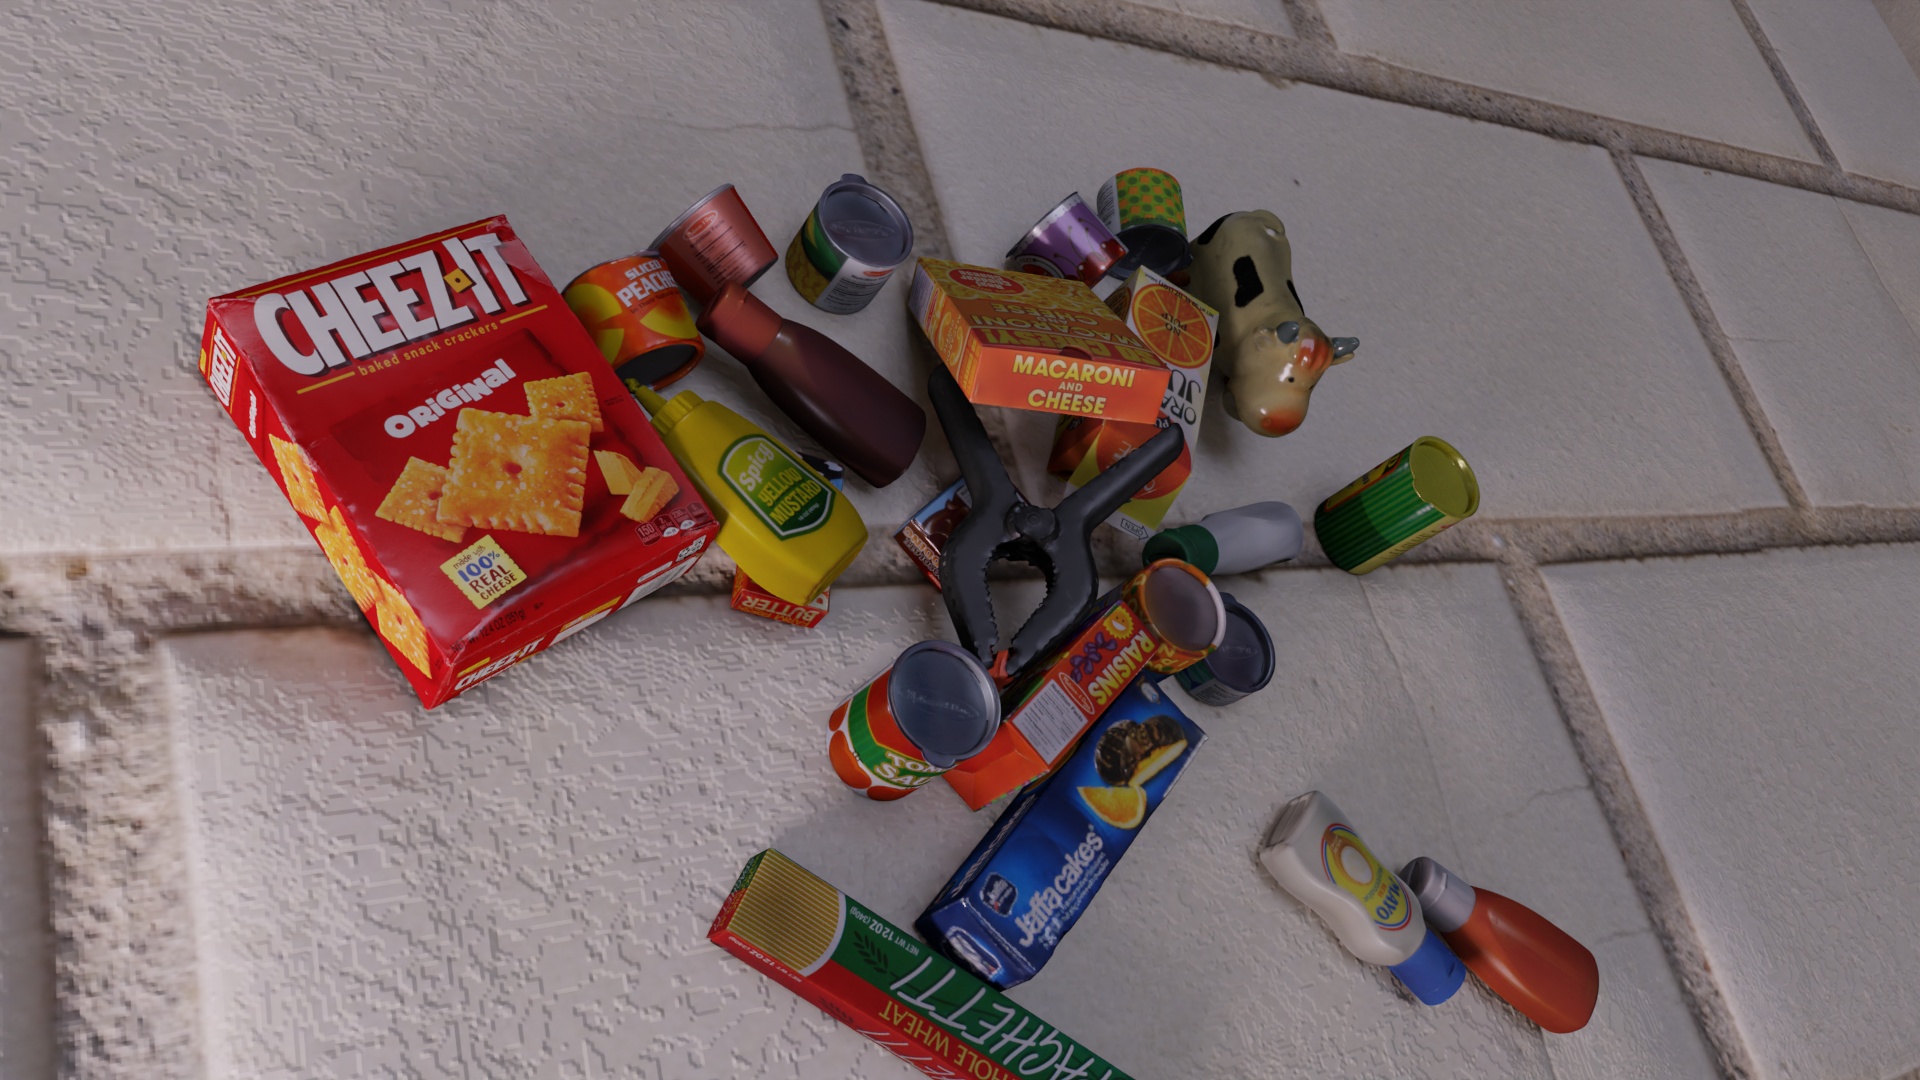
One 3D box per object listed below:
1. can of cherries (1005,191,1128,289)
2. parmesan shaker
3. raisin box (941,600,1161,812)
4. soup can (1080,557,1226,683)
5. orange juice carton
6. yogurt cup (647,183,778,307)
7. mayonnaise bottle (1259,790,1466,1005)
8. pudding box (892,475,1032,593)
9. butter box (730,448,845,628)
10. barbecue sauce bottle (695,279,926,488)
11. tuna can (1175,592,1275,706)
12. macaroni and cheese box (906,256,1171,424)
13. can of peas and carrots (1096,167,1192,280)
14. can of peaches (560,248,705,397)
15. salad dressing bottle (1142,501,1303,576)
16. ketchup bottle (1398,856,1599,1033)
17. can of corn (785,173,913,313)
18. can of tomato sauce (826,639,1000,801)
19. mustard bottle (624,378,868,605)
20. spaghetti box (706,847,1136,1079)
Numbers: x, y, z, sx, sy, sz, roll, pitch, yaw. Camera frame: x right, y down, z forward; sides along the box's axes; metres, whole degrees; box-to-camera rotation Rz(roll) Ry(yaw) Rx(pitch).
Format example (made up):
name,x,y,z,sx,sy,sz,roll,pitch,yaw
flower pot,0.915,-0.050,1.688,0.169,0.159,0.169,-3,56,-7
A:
name,x,y,z,sx,sy,sz,roll,pitch,yaw
can of cherries,0.076,-0.205,0.998,0.058,0.071,0.072,48,51,-2
parmesan shaker,0.318,-0.024,1.023,0.071,0.102,0.071,15,58,-25
raisin box,0.051,0.094,0.804,0.040,0.085,0.124,49,51,1
soup can,0.112,0.056,0.865,0.071,0.083,0.071,14,59,-25
orange juice carton,0.117,-0.088,0.953,0.072,0.072,0.194,28,54,-17
yogurt cup,-0.148,-0.175,0.844,0.054,0.072,0.073,50,50,-10
mayonnaise bottle,0.259,0.232,0.888,0.148,0.041,0.065,46,49,-2
pudding box,0.003,-0.011,0.868,0.049,0.030,0.084,49,51,-1
butter box,-0.099,-0.004,0.805,0.053,0.024,0.104,17,57,-22
barbecue sauce bottle,-0.089,-0.097,0.832,0.148,0.043,0.065,37,41,-23
tuna can,0.173,0.073,0.926,0.071,0.032,0.071,15,58,-25
macaroni and cheese box,0.045,-0.130,0.884,0.124,0.040,0.167,5,26,-19
can of peas and carrots,0.140,-0.239,1.053,0.071,0.070,0.059,13,59,-26
can of peaches,-0.184,-0.121,0.786,0.071,0.071,0.058,-18,77,-37
salad dressing bottle,0.177,0.003,0.936,0.148,0.064,0.044,-11,101,-48
ketchup bottle,0.358,0.266,0.930,0.149,0.043,0.065,36,51,-10
can of corn,-0.073,-0.191,0.901,0.071,0.058,0.071,14,59,-25
can of tomato sauce,-0.027,0.101,0.755,0.071,0.082,0.071,14,59,-25
mustard bottle,-0.126,-0.036,0.760,0.160,0.048,0.066,41,50,1
spaghetti box,-0.012,0.246,0.720,0.250,0.028,0.050,35,53,-11
